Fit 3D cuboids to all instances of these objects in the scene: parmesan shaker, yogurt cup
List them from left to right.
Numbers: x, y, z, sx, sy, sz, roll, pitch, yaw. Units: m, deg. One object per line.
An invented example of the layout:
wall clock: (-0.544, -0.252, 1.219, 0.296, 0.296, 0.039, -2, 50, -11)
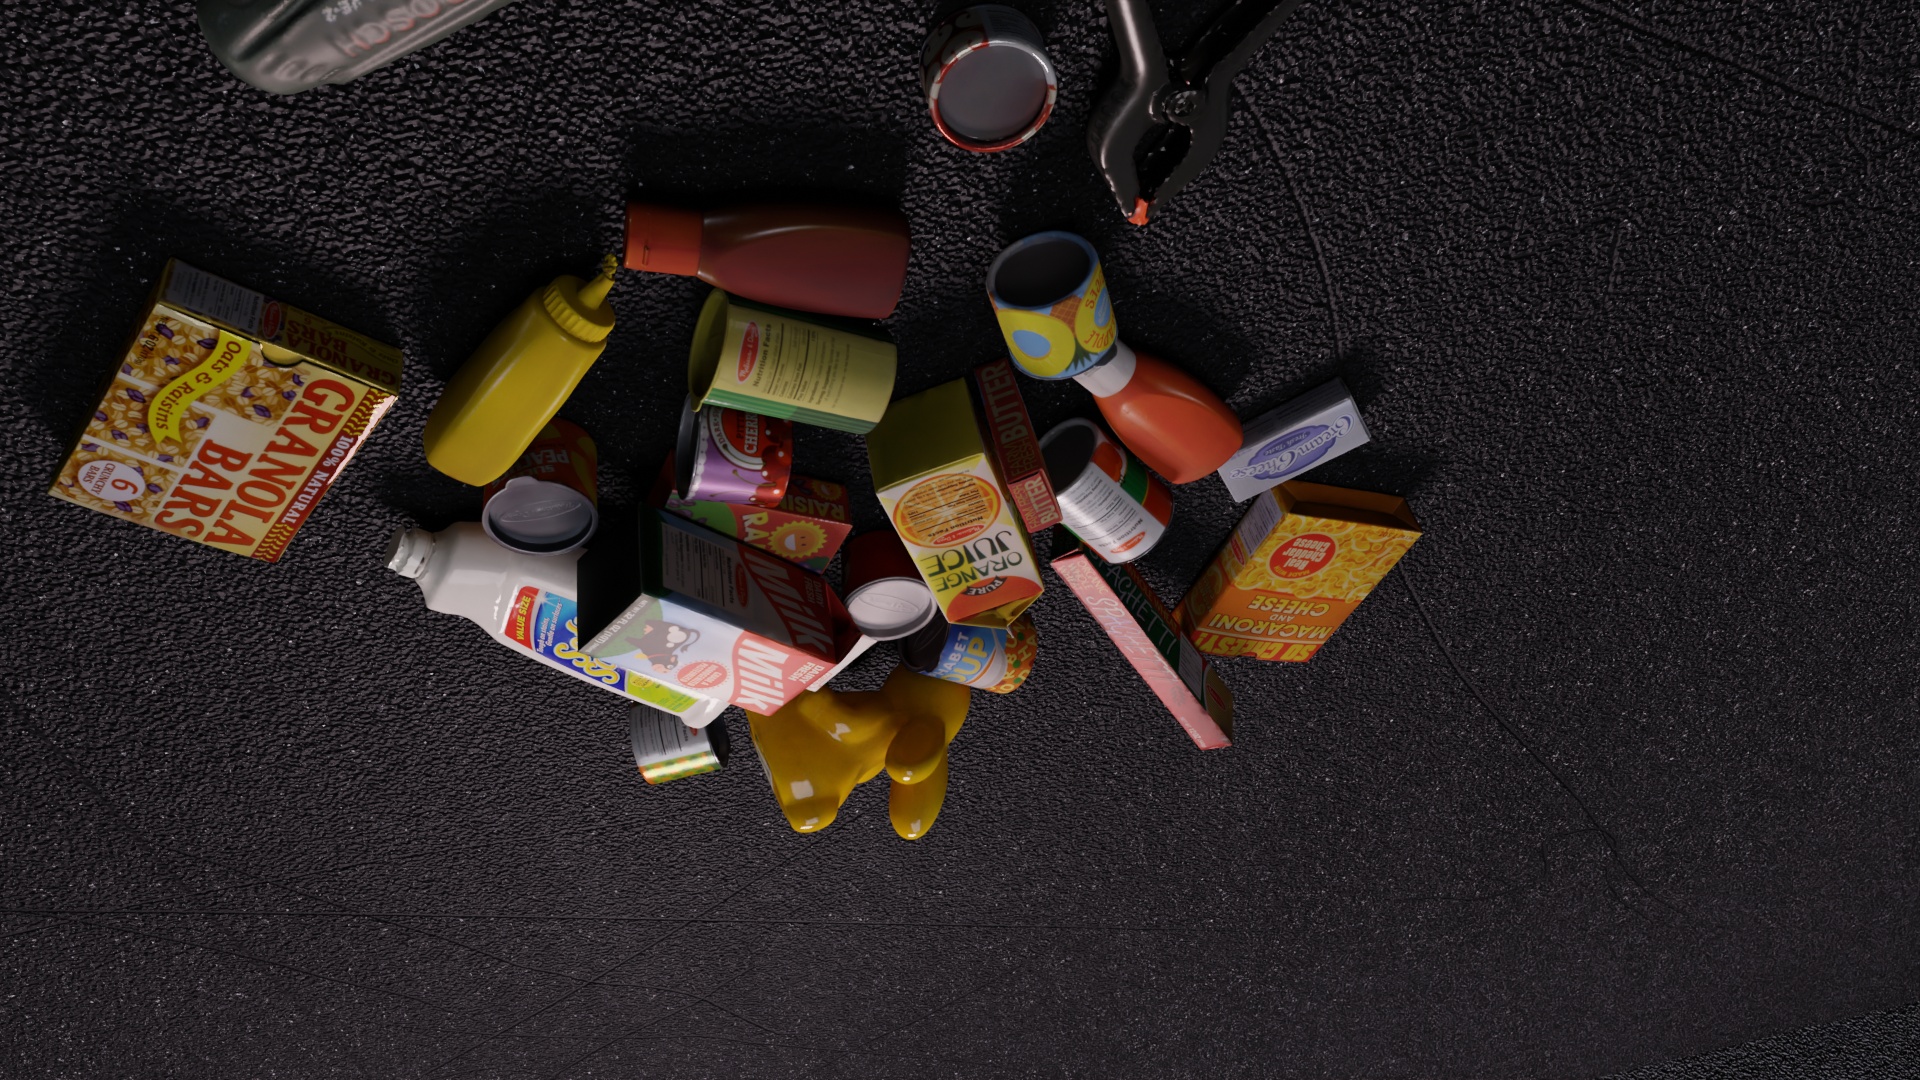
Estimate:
parmesan shaker: (-0.097, -0.099, 0.797, 0.103, 0.071, 0.071, 10, 135, -27)
yogurt cup: (-0.053, 0.029, 0.973, 0.072, 0.054, 0.072, -8, 140, -7)

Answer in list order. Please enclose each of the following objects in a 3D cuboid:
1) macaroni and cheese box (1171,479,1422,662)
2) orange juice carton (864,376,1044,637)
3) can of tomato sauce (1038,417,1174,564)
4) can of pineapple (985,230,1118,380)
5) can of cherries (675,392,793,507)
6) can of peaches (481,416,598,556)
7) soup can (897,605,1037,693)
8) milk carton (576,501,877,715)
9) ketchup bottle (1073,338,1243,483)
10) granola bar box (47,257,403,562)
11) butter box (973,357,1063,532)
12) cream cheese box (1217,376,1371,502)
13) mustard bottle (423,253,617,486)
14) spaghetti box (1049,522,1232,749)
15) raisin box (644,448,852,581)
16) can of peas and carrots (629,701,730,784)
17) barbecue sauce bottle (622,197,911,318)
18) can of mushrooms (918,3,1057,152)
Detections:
macaroni and cheese box: (0.254, 0.028, 1.072, 0.124, 0.040, 0.165, 7, 136, -22)
orange juice carton: (0.003, -0.012, 0.927, 0.073, 0.072, 0.192, -19, 140, 7)
can of tomato sauce: (0.091, -0.034, 0.925, 0.071, 0.071, 0.083, -35, 127, 24)
can of pineapple: (0.055, -0.135, 0.799, 0.071, 0.071, 0.057, -19, 140, 6)
can of cherries: (-0.136, -0.056, 0.838, 0.058, 0.072, 0.071, 5, 137, -22)
can of peaches: (-0.253, -0.035, 0.836, 0.071, 0.058, 0.071, -8, 140, -6)
soup can: (0.006, 0.076, 1.032, 0.084, 0.072, 0.071, 18, 131, -33)
milk carton: (-0.146, 0.054, 0.897, 0.190, 0.074, 0.072, 25, 128, -38)
ketchup bottle: (0.118, -0.090, 0.890, 0.064, 0.044, 0.148, -33, 137, 26)
granola bar box: (-0.407, -0.065, 0.771, 0.124, 0.039, 0.165, 24, 128, -37)
butter box: (0.035, -0.059, 0.855, 0.024, 0.104, 0.053, -20, 139, 6)
cream cheese box: (0.227, -0.069, 0.962, 0.103, 0.024, 0.053, -26, 139, 15)
mustard bottle: (-0.234, -0.098, 0.764, 0.159, 0.065, 0.049, -41, 129, 23)
spaghetti box: (0.140, 0.069, 1.040, 0.028, 0.050, 0.249, -19, 130, 28)
raisin box: (-0.145, -0.008, 0.914, 0.123, 0.040, 0.085, 12, 134, -26)
can of peas and carrots: (-0.213, 0.148, 1.058, 0.059, 0.071, 0.070, -14, 140, 1)
barbecue sauce bottle: (-0.104, -0.156, 0.748, 0.149, 0.044, 0.064, 3, 137, -19)
can of mushrooms: (0.013, -0.231, 0.702, 0.071, 0.033, 0.070, -9, 140, -7)
